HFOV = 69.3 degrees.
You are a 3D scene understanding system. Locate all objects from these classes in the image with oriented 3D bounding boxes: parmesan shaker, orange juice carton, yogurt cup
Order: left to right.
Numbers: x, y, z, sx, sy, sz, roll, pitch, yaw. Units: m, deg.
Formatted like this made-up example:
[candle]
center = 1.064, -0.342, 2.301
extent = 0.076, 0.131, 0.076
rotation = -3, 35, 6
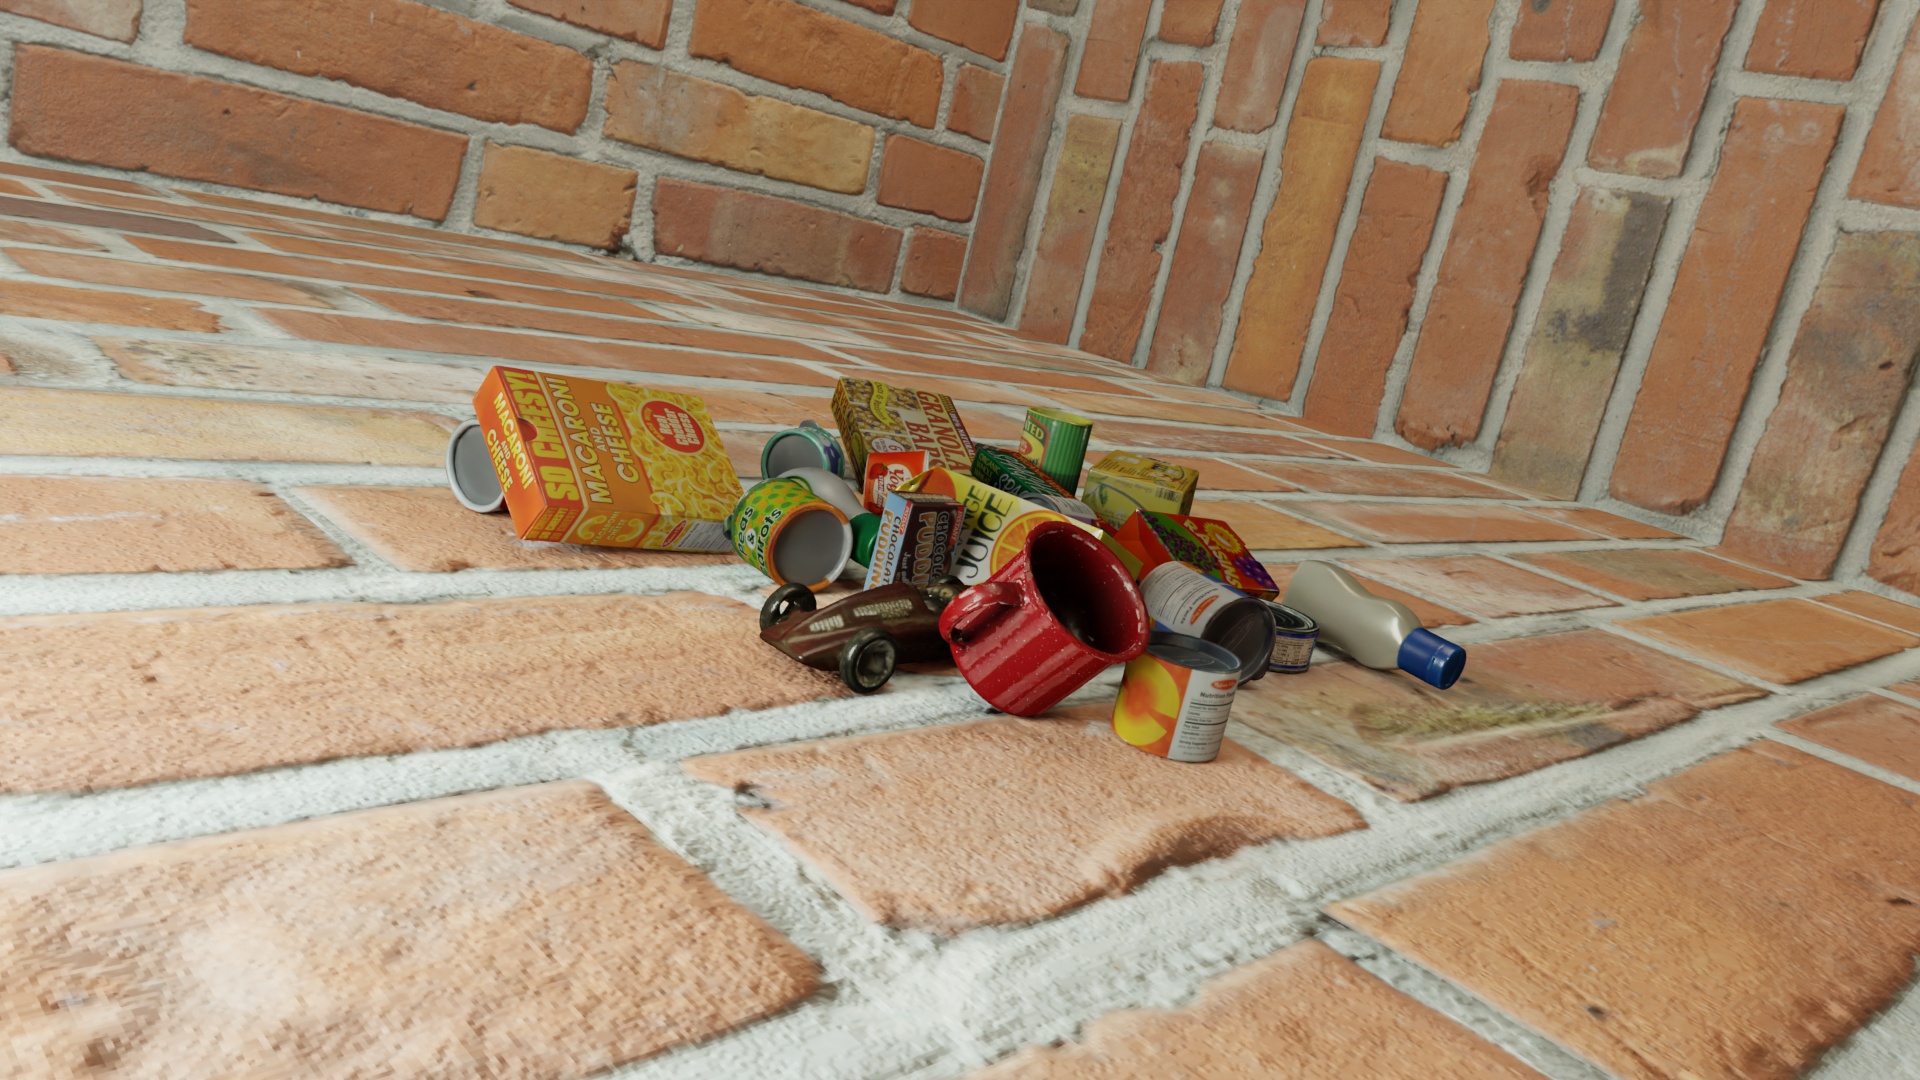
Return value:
[yogurt cup]
center = -0.055, -0.046, 1.199
extent = 0.054, 0.072, 0.072
rotation = 5, 13, -1
[orange juice carton]
center = 0.024, 0.005, 0.992
extent = 0.193, 0.073, 0.071
rotation = 23, -7, 36
[parmesan shaker]
center = 0.087, -0.073, 1.357
extent = 0.071, 0.102, 0.071
rotation = 12, 12, -3

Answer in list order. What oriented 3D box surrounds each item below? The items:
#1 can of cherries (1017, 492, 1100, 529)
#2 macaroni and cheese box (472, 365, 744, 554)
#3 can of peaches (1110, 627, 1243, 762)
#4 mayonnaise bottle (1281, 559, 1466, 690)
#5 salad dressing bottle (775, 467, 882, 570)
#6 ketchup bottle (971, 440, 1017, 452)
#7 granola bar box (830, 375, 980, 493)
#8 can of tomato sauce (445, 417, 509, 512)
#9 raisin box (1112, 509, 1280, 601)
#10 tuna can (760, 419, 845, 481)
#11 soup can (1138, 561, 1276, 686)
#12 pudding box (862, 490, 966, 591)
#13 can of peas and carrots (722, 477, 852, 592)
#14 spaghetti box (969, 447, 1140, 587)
[can of cherries]
center = 0.071, -0.001, 1.124
extent = 0.071, 0.071, 0.058
rotation = 23, 10, 36
[macaroni and cheese box]
center = -0.234, -0.054, 0.951
extent = 0.167, 0.040, 0.124
rotation = 5, 47, -47
[can of peaches]
center = 0.125, 0.090, 0.815
extent = 0.071, 0.058, 0.071
rotation = 12, 13, -3
[mayonnaise bottle]
center = 0.324, 0.069, 1.095
extent = 0.041, 0.064, 0.148
rotation = 6, 18, -45
[salad dressing bottle]
center = -0.089, -0.012, 1.008
extent = 0.044, 0.064, 0.148
rotation = -1, 16, -36
[ketchup bottle]
center = -0.009, -0.087, 1.456
extent = 0.149, 0.043, 0.065
rotation = 16, 19, 13
[granola bar box]
center = -0.052, -0.098, 1.366
extent = 0.124, 0.038, 0.166
rotation = 8, 32, -23
[can of tomato sauce]
center = -0.306, -0.054, 0.976
extent = 0.071, 0.071, 0.083
rotation = 20, 15, 27
[raisin box]
center = 0.192, 0.020, 1.125
extent = 0.123, 0.040, 0.086
rotation = 6, 41, -44
[tuna can]
center = -0.135, -0.067, 1.185
extent = 0.071, 0.071, 0.033
rotation = 18, 14, 20
[soup can]
center = 0.171, 0.059, 0.977
extent = 0.071, 0.071, 0.084
rotation = 6, 14, -29
[pudding box]
center = -0.032, 0.010, 0.939
extent = 0.050, 0.083, 0.030
rotation = 3, 19, -41
[can of peas and carrots]
center = -0.118, -0.003, 0.949
extent = 0.071, 0.070, 0.059
rotation = 3, 17, -38
[spaghetti box]
center = 0.090, -0.019, 1.222
extent = 0.050, 0.028, 0.251
rotation = 5, 24, -35
